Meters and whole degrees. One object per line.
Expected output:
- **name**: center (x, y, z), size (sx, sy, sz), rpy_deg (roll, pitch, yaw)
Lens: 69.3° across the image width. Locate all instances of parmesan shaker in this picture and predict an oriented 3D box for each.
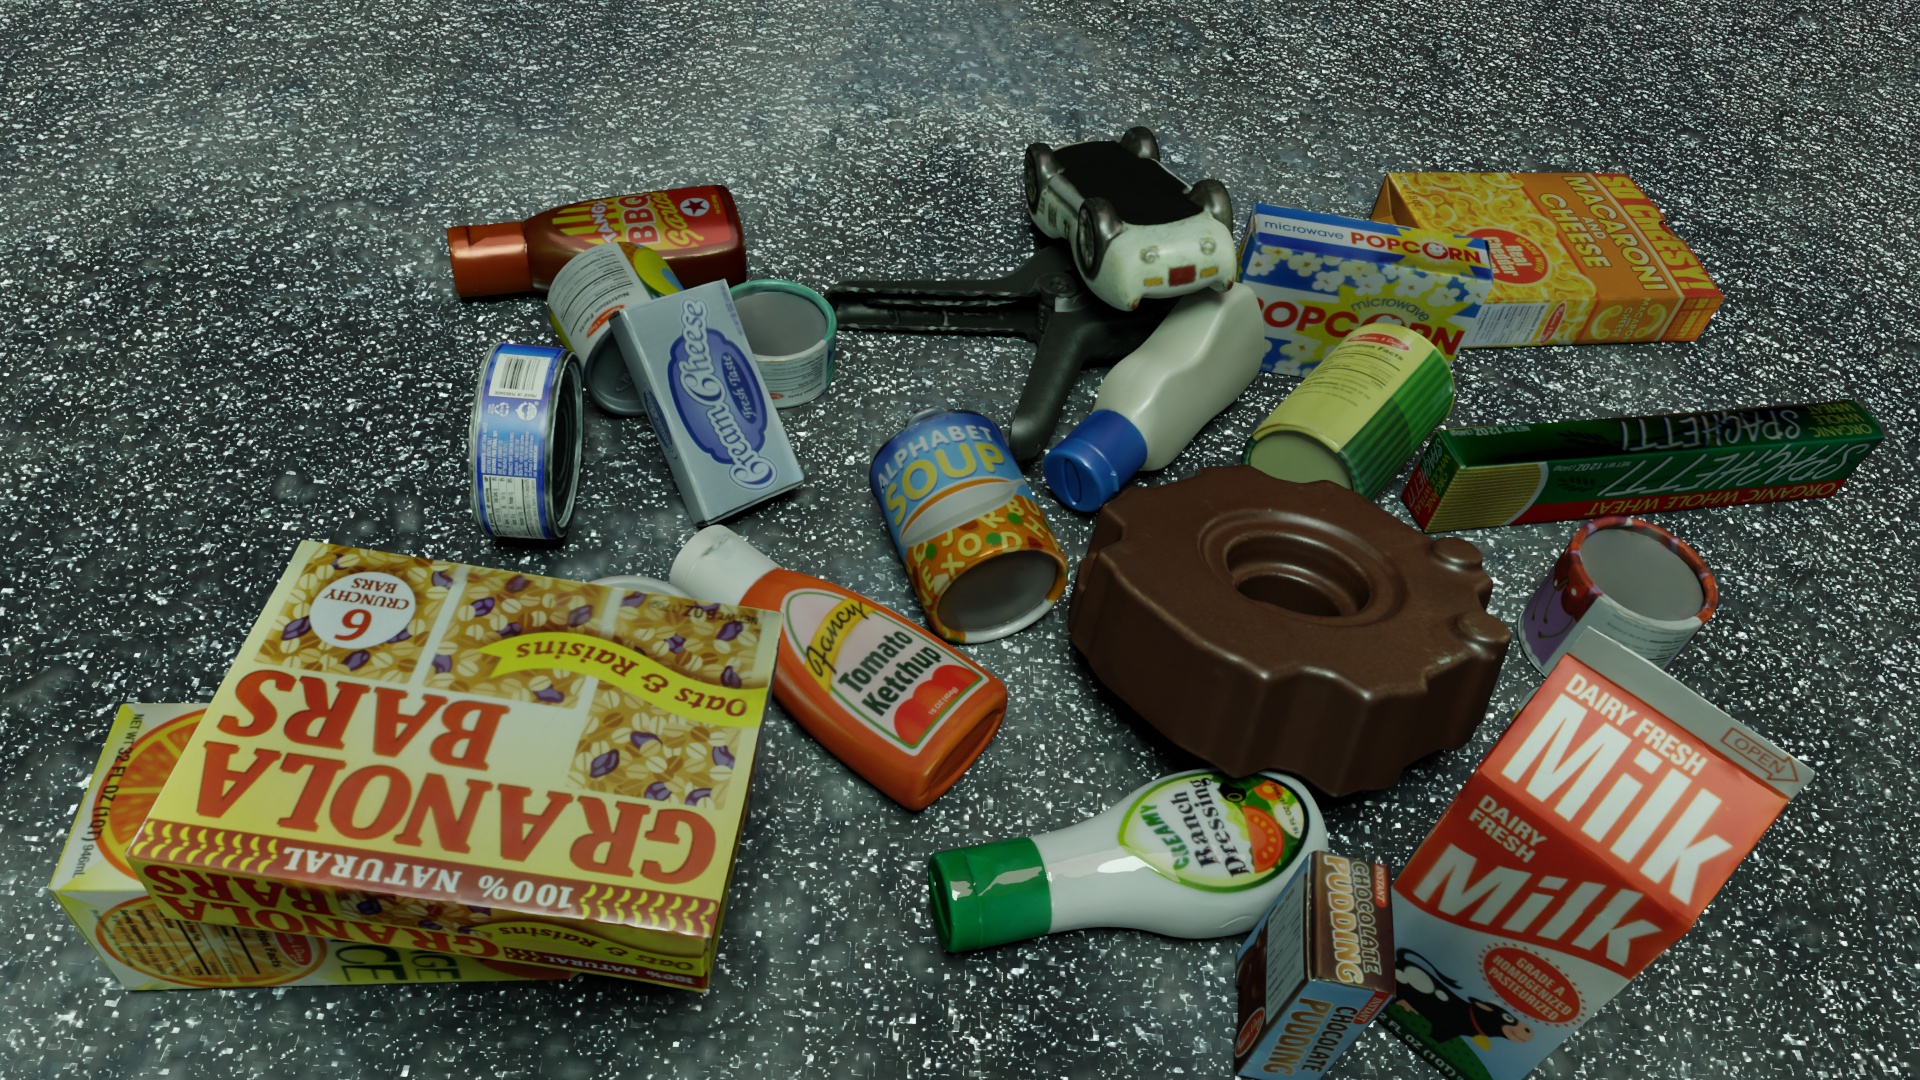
- **parmesan shaker**: center (0.190, -0.055, 0.691), size (0.071, 0.071, 0.103), rpy_deg (33, 53, 21)

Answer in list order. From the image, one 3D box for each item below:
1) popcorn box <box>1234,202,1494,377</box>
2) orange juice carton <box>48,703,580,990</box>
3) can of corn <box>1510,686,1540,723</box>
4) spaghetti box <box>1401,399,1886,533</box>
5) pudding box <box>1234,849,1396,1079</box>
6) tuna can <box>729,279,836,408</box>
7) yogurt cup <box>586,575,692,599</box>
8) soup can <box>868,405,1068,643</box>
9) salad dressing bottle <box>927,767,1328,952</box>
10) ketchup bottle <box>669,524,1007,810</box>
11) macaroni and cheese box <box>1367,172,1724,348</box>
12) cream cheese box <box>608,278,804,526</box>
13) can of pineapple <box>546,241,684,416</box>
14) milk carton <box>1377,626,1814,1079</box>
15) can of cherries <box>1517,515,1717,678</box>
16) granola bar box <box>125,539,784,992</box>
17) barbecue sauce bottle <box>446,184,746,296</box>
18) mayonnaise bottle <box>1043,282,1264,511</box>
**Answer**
- **popcorn box**: center (0.207, -0.127, 0.743), size (0.127, 0.084, 0.038), rpy_deg (9, 49, -1)
- **orange juice carton**: center (-0.190, 0.105, 0.483), size (0.193, 0.072, 0.072), rpy_deg (1, 48, -8)
- **can of corn**: center (0.261, 0.097, 0.563), size (0.058, 0.070, 0.071), rpy_deg (8, 48, 0)
- **spaghetti box**: center (0.350, -0.039, 0.708), size (0.250, 0.049, 0.029), rpy_deg (-5, 51, -13)
- **pudding box**: center (0.121, 0.150, 0.482), size (0.030, 0.083, 0.050), rpy_deg (13, 47, -1)
- **tuna can**: center (-0.097, -0.103, 0.712), size (0.071, 0.032, 0.071), rpy_deg (4, 48, -5)
- **yogurt cup**: center (-0.132, 0.056, 0.549), size (0.072, 0.053, 0.073), rpy_deg (4, 48, -4)
- **soup can**: center (0.002, -0.008, 0.615), size (0.071, 0.071, 0.084), rpy_deg (-11, 51, -18)
- **salad dressing bottle**: center (0.063, 0.123, 0.523), size (0.148, 0.043, 0.064), rpy_deg (-8, 47, -15)
- **ketchup bottle**: center (-0.056, 0.046, 0.576), size (0.149, 0.043, 0.065), rpy_deg (33, 52, 21)
- **macaroni and cheese box**: center (0.348, -0.171, 0.833), size (0.167, 0.040, 0.124), rpy_deg (-3, 50, -11)
- **cream cheese box**: center (-0.116, -0.064, 0.639), size (0.053, 0.024, 0.103), rpy_deg (-25, 98, -28)
- **can of pineapple**: center (-0.161, -0.103, 0.683), size (0.071, 0.070, 0.058), rpy_deg (-19, 53, -23)
- **milk carton**: center (0.197, 0.106, 0.460), size (0.072, 0.189, 0.074), rpy_deg (37, 54, 23)
- **can of cherries**: center (0.298, 0.029, 0.633), size (0.071, 0.058, 0.072), rpy_deg (4, 48, -4)
- **granola bar box**: center (-0.150, 0.069, 0.446), size (0.166, 0.038, 0.125), rpy_deg (9, 47, -3)
- **barbecue sauce bottle**: center (-0.192, -0.155, 0.738), size (0.149, 0.043, 0.065), rpy_deg (-10, 51, -16)
- **mayonnaise bottle**: center (0.098, -0.071, 0.694), size (0.041, 0.064, 0.149), rpy_deg (22, 50, 35)
